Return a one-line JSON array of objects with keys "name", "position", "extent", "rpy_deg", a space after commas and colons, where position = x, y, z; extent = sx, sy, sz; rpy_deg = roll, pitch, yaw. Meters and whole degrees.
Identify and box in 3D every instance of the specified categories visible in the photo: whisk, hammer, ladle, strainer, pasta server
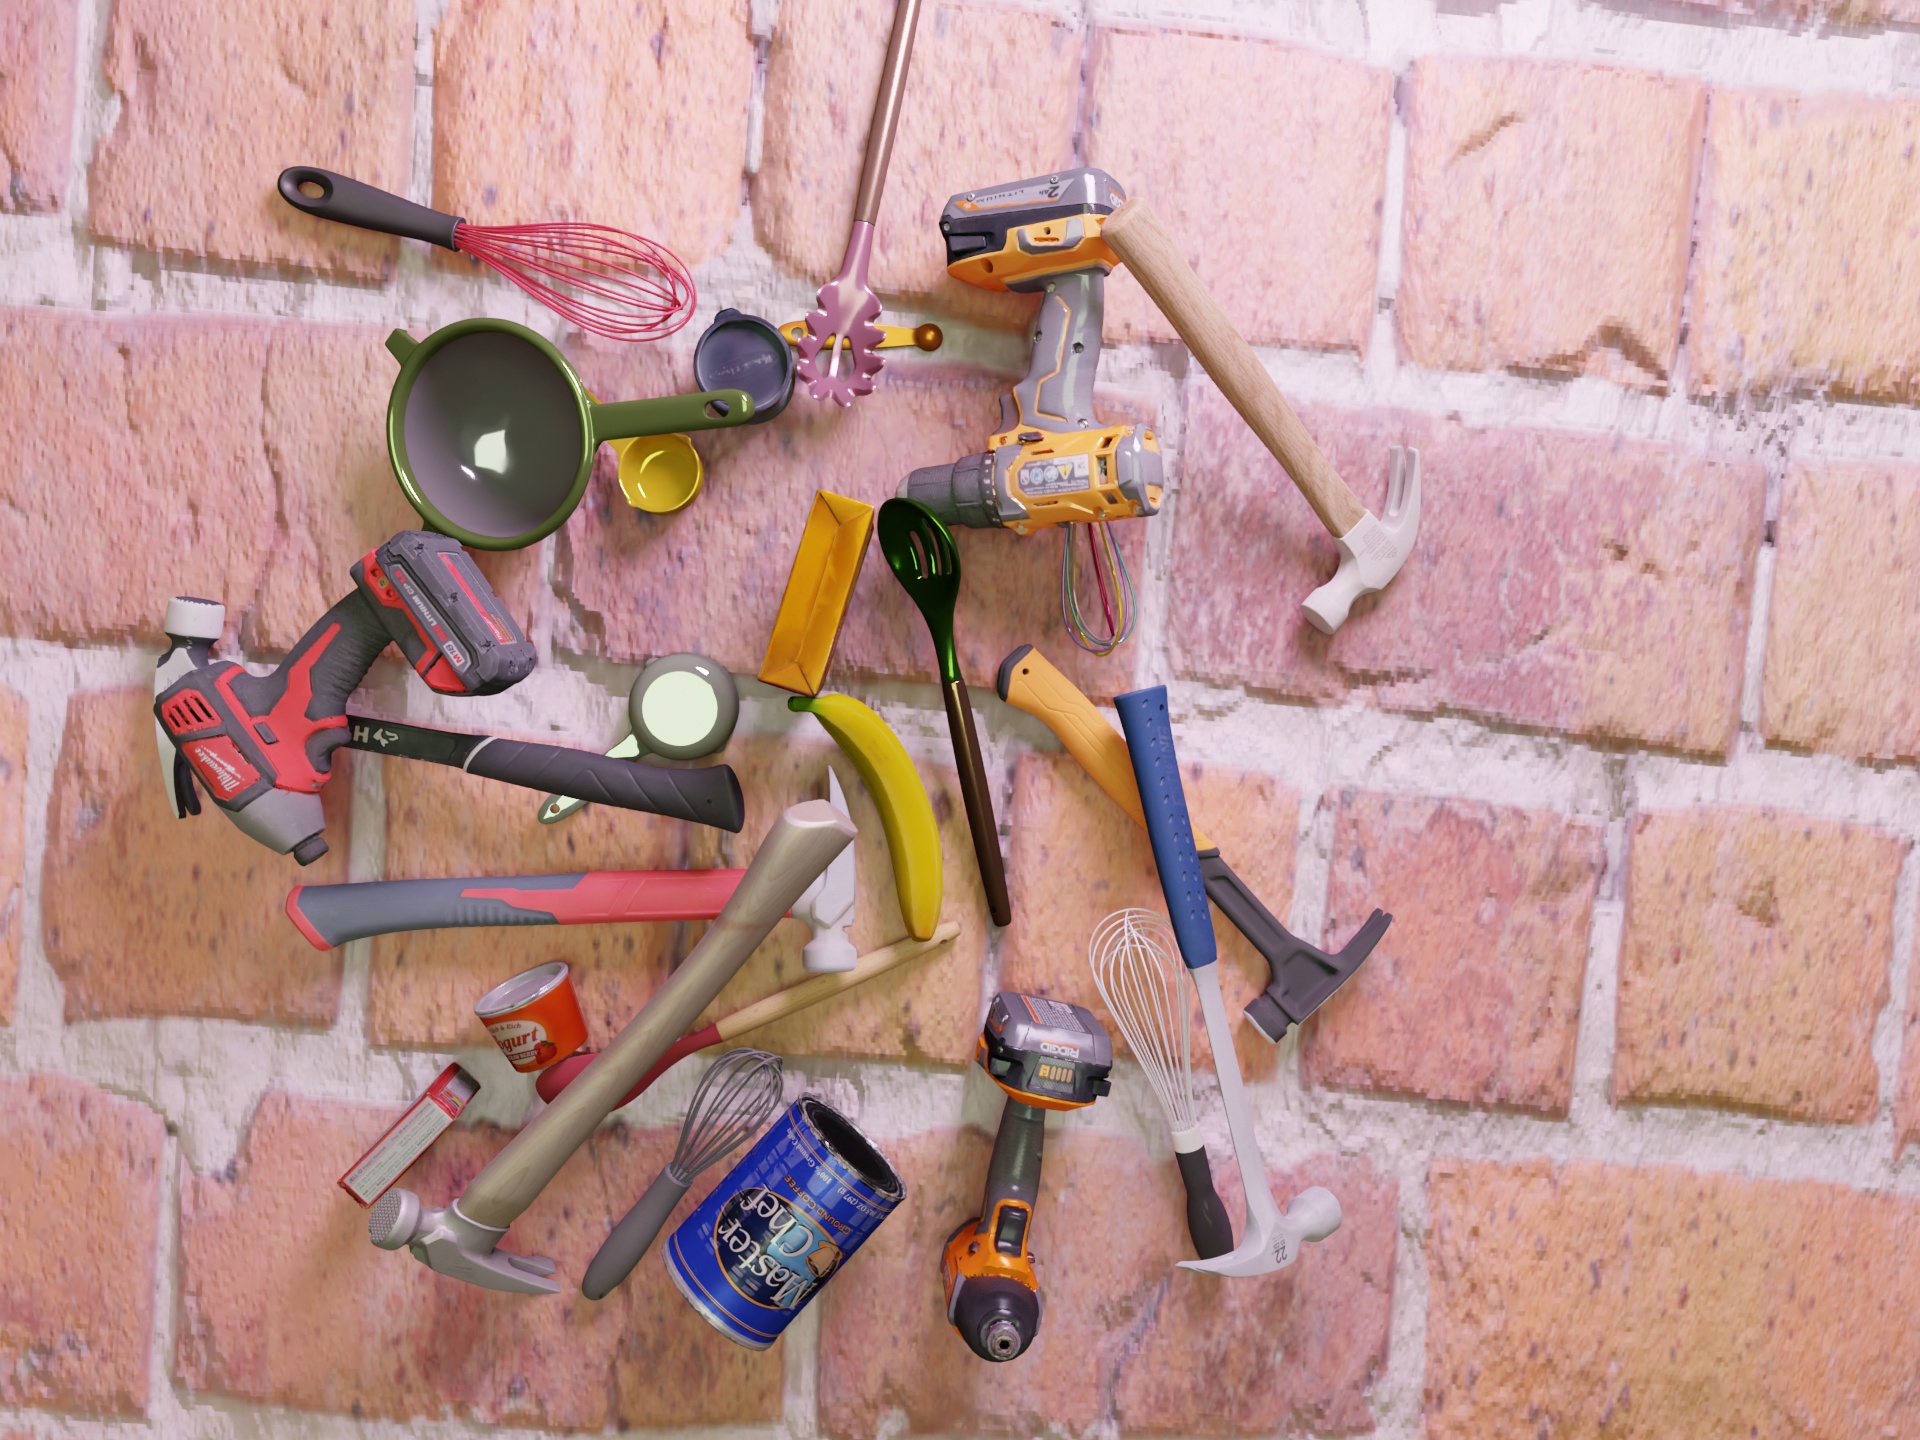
[{"name": "whisk", "position": [-0.319, -0.321, 1.070], "extent": [0.296, 0.073, 0.073], "rpy_deg": [17, 92, 1]}, {"name": "hammer", "position": [0.155, 0.070, 1.134], "extent": [0.127, 0.034, 0.337], "rpy_deg": [-44, 95, 0]}, {"name": "hammer", "position": [0.164, 0.178, 1.083], "extent": [0.144, 0.035, 0.405], "rpy_deg": [-13, 90, -42]}, {"name": "whisk", "position": [0.155, 0.267, 1.136], "extent": [0.070, 0.070, 0.284], "rpy_deg": [-16, 99, -3]}, {"name": "whisk", "position": [0.089, -0.167, 1.113], "extent": [0.051, 0.047, 0.245], "rpy_deg": [-7, 90, -2]}, {"name": "hammer", "position": [-0.266, 0.108, 1.100], "extent": [0.386, 0.038, 0.143], "rpy_deg": [-1, 82, -1]}, {"name": "whisk", "position": [-0.197, 0.317, 1.101], "extent": [0.055, 0.055, 0.239], "rpy_deg": [35, 104, -5]}, {"name": "hammer", "position": [-0.207, 0.219, 1.059], "extent": [0.410, 0.038, 0.146], "rpy_deg": [-48, 127, 6]}, {"name": "hammer", "position": [0.204, -0.214, 1.069], "extent": [0.130, 0.031, 0.331], "rpy_deg": [-46, 117, -5]}, {"name": "ladle", "position": [-0.145, 0.209, 1.119], "extent": [0.315, 0.031, 0.069], "rpy_deg": [-23, 139, -7]}, {"name": "strainer", "position": [-0.250, -0.194, 1.053], "extent": [0.256, 0.069, 0.151], "rpy_deg": [-4, 99, 14]}, {"name": "pasta server", "position": [-0.059, -0.368, 1.088], "extent": [0.060, 0.040, 0.316], "rpy_deg": [12, 89, -13]}, {"name": "hammer", "position": [-0.346, 0.025, 1.077], "extent": [0.409, 0.036, 0.149], "rpy_deg": [11, 94, 1]}]

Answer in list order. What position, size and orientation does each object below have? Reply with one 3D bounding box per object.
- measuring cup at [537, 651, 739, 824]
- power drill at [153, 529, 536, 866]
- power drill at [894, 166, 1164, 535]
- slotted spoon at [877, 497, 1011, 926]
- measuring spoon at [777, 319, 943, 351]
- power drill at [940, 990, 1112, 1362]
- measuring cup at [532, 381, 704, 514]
[{"name": "measuring cup", "position": [-0.228, 0.019, 1.101], "extent": [0.167, 0.038, 0.083], "rpy_deg": [-39, 95, -3]}, {"name": "power drill", "position": [-0.393, -0.013, 1.023], "extent": [0.219, 0.078, 0.143], "rpy_deg": [-34, 92, 6]}, {"name": "power drill", "position": [0.037, -0.238, 1.074], "extent": [0.185, 0.084, 0.226], "rpy_deg": [-4, 92, 23]}, {"name": "slotted spoon", "position": [-0.002, -0.004, 1.106], "extent": [0.031, 0.070, 0.313], "rpy_deg": [-23, 107, -41]}, {"name": "measuring spoon", "position": [-0.070, -0.269, 1.110], "extent": [0.117, 0.011, 0.021], "rpy_deg": [1, 93, -4]}, {"name": "power drill", "position": [0.040, 0.311, 1.076], "extent": [0.084, 0.164, 0.226], "rpy_deg": [13, 90, -4]}, {"name": "measuring cup", "position": [-0.242, -0.201, 1.101], "extent": [0.156, 0.029, 0.062], "rpy_deg": [41, 91, 7]}]
